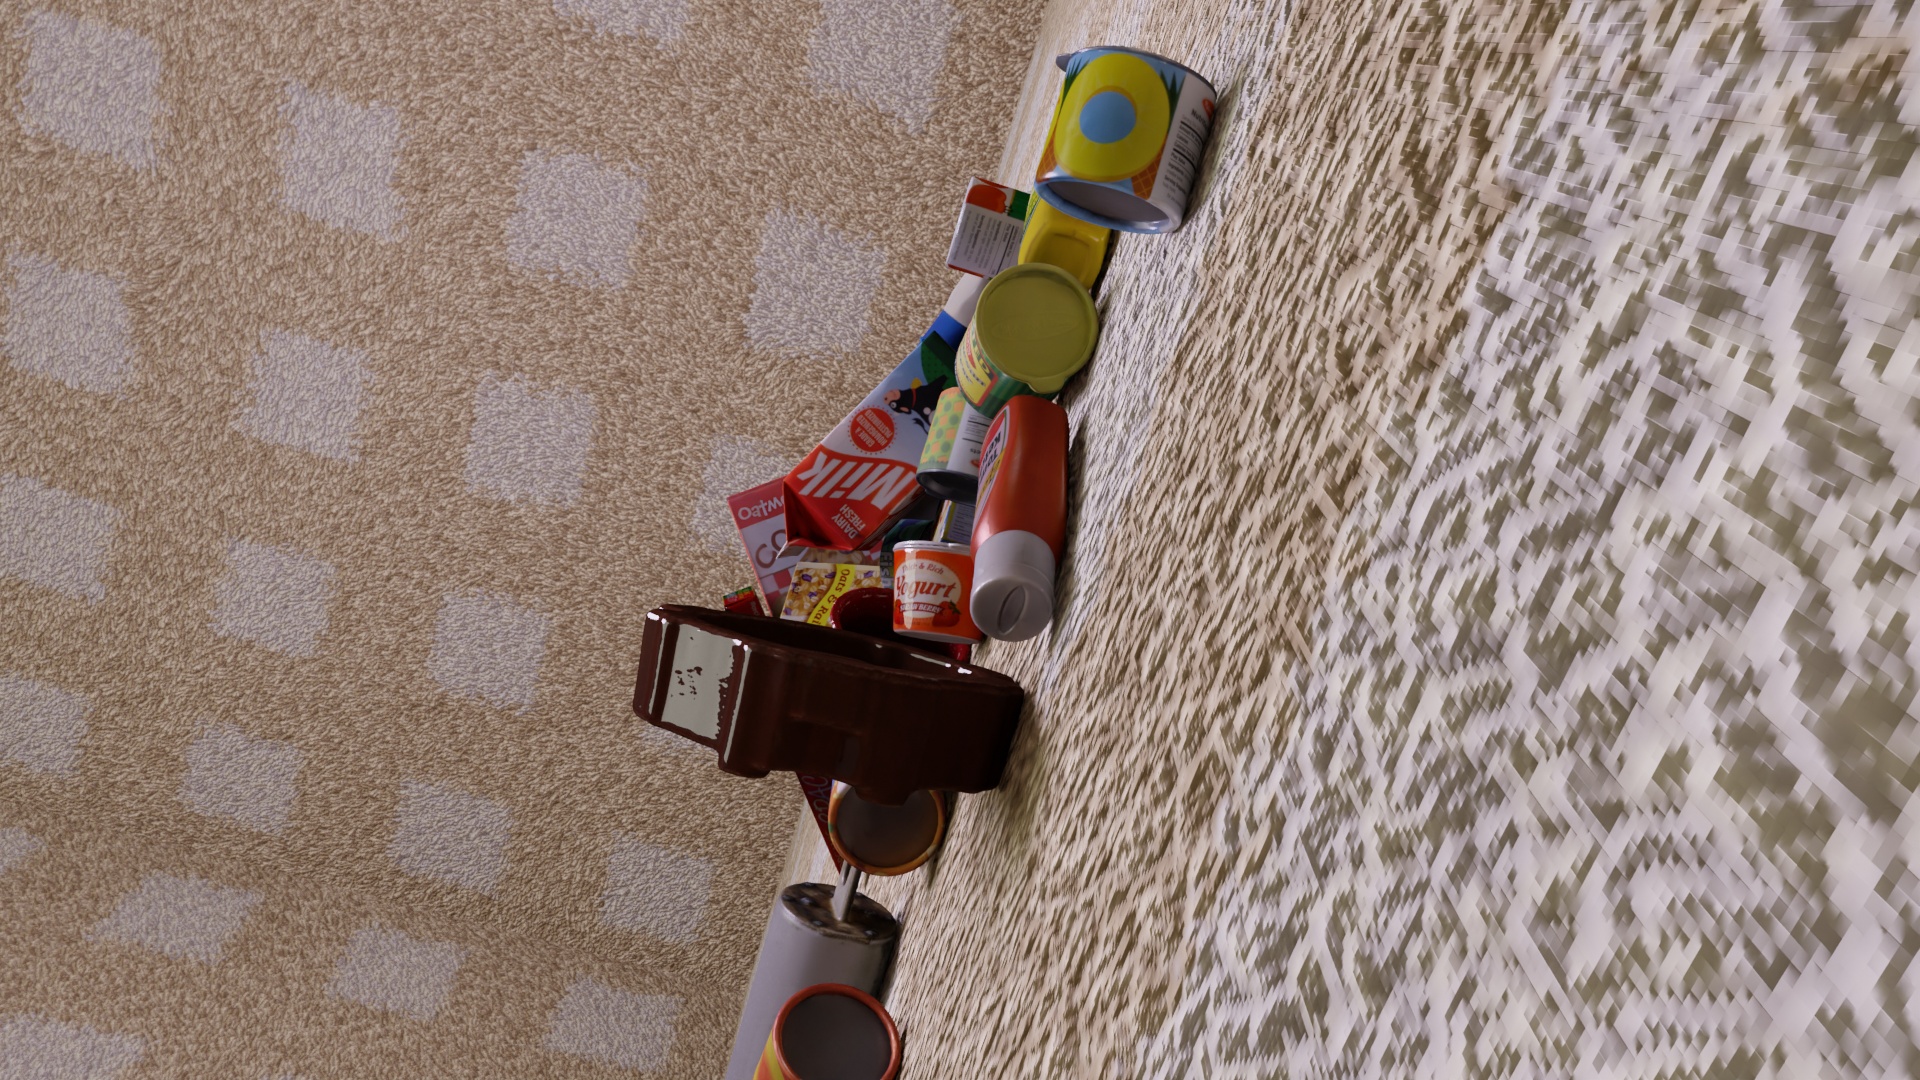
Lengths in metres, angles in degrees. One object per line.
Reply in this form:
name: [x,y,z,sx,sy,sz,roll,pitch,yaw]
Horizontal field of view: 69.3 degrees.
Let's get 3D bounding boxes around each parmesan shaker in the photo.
parmesan shaker: [0.034,-0.105,0.780,0.103,0.071,0.071,133,153,-79]

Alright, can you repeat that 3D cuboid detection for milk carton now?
milk carton: [-0.058,-0.054,0.996,0.190,0.073,0.072,-44,-5,4]

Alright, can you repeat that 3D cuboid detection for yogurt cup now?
yogurt cup: [-0.010,0.033,0.844,0.072,0.072,0.054,132,145,-79]

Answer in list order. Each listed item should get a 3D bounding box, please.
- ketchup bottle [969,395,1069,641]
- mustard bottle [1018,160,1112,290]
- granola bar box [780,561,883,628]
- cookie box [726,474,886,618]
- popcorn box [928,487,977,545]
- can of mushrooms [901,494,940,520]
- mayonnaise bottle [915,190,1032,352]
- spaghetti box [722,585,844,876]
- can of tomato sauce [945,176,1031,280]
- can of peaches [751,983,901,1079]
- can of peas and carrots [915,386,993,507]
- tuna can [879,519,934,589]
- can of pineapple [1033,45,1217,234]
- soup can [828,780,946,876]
ketchup bottle: [0.028,-0.010,0.664,0.149,0.043,0.064,-82,10,-57]
mustard bottle: [0.066,-0.204,0.840,0.161,0.049,0.065,-80,10,-51]
granola bar box: [-0.082,0.094,1.061,0.038,0.124,0.166,80,-163,-48]
cookie box: [-0.108,0.022,1.162,0.040,0.123,0.167,144,105,-82]
popcorn box: [0.003,-0.012,0.967,0.126,0.038,0.085,118,168,-67]
can of mushrooms: [-0.022,-0.014,1.113,0.033,0.071,0.071,-106,32,-81]
mayonnaise bottle: [0.024,-0.192,1.042,0.148,0.041,0.065,-53,19,8]
spaghetti box: [-0.132,0.156,1.127,0.050,0.029,0.249,-148,36,-77]
can of tomato sauce: [0.038,-0.211,0.968,0.071,0.083,0.071,-159,86,-85]
can of peaches: [-0.069,0.265,0.699,0.071,0.071,0.057,-80,9,-53]
can of peas and carrots: [0.010,-0.057,0.878,0.070,0.071,0.059,125,161,-75]
tuna can: [-0.032,0.017,1.044,0.071,0.033,0.071,-3,-86,-61]
can of pineapple: [0.068,-0.169,0.591,0.071,0.071,0.058,180,106,-85]
soup can: [-0.041,0.149,0.797,0.084,0.071,0.071,-106,33,-80]
